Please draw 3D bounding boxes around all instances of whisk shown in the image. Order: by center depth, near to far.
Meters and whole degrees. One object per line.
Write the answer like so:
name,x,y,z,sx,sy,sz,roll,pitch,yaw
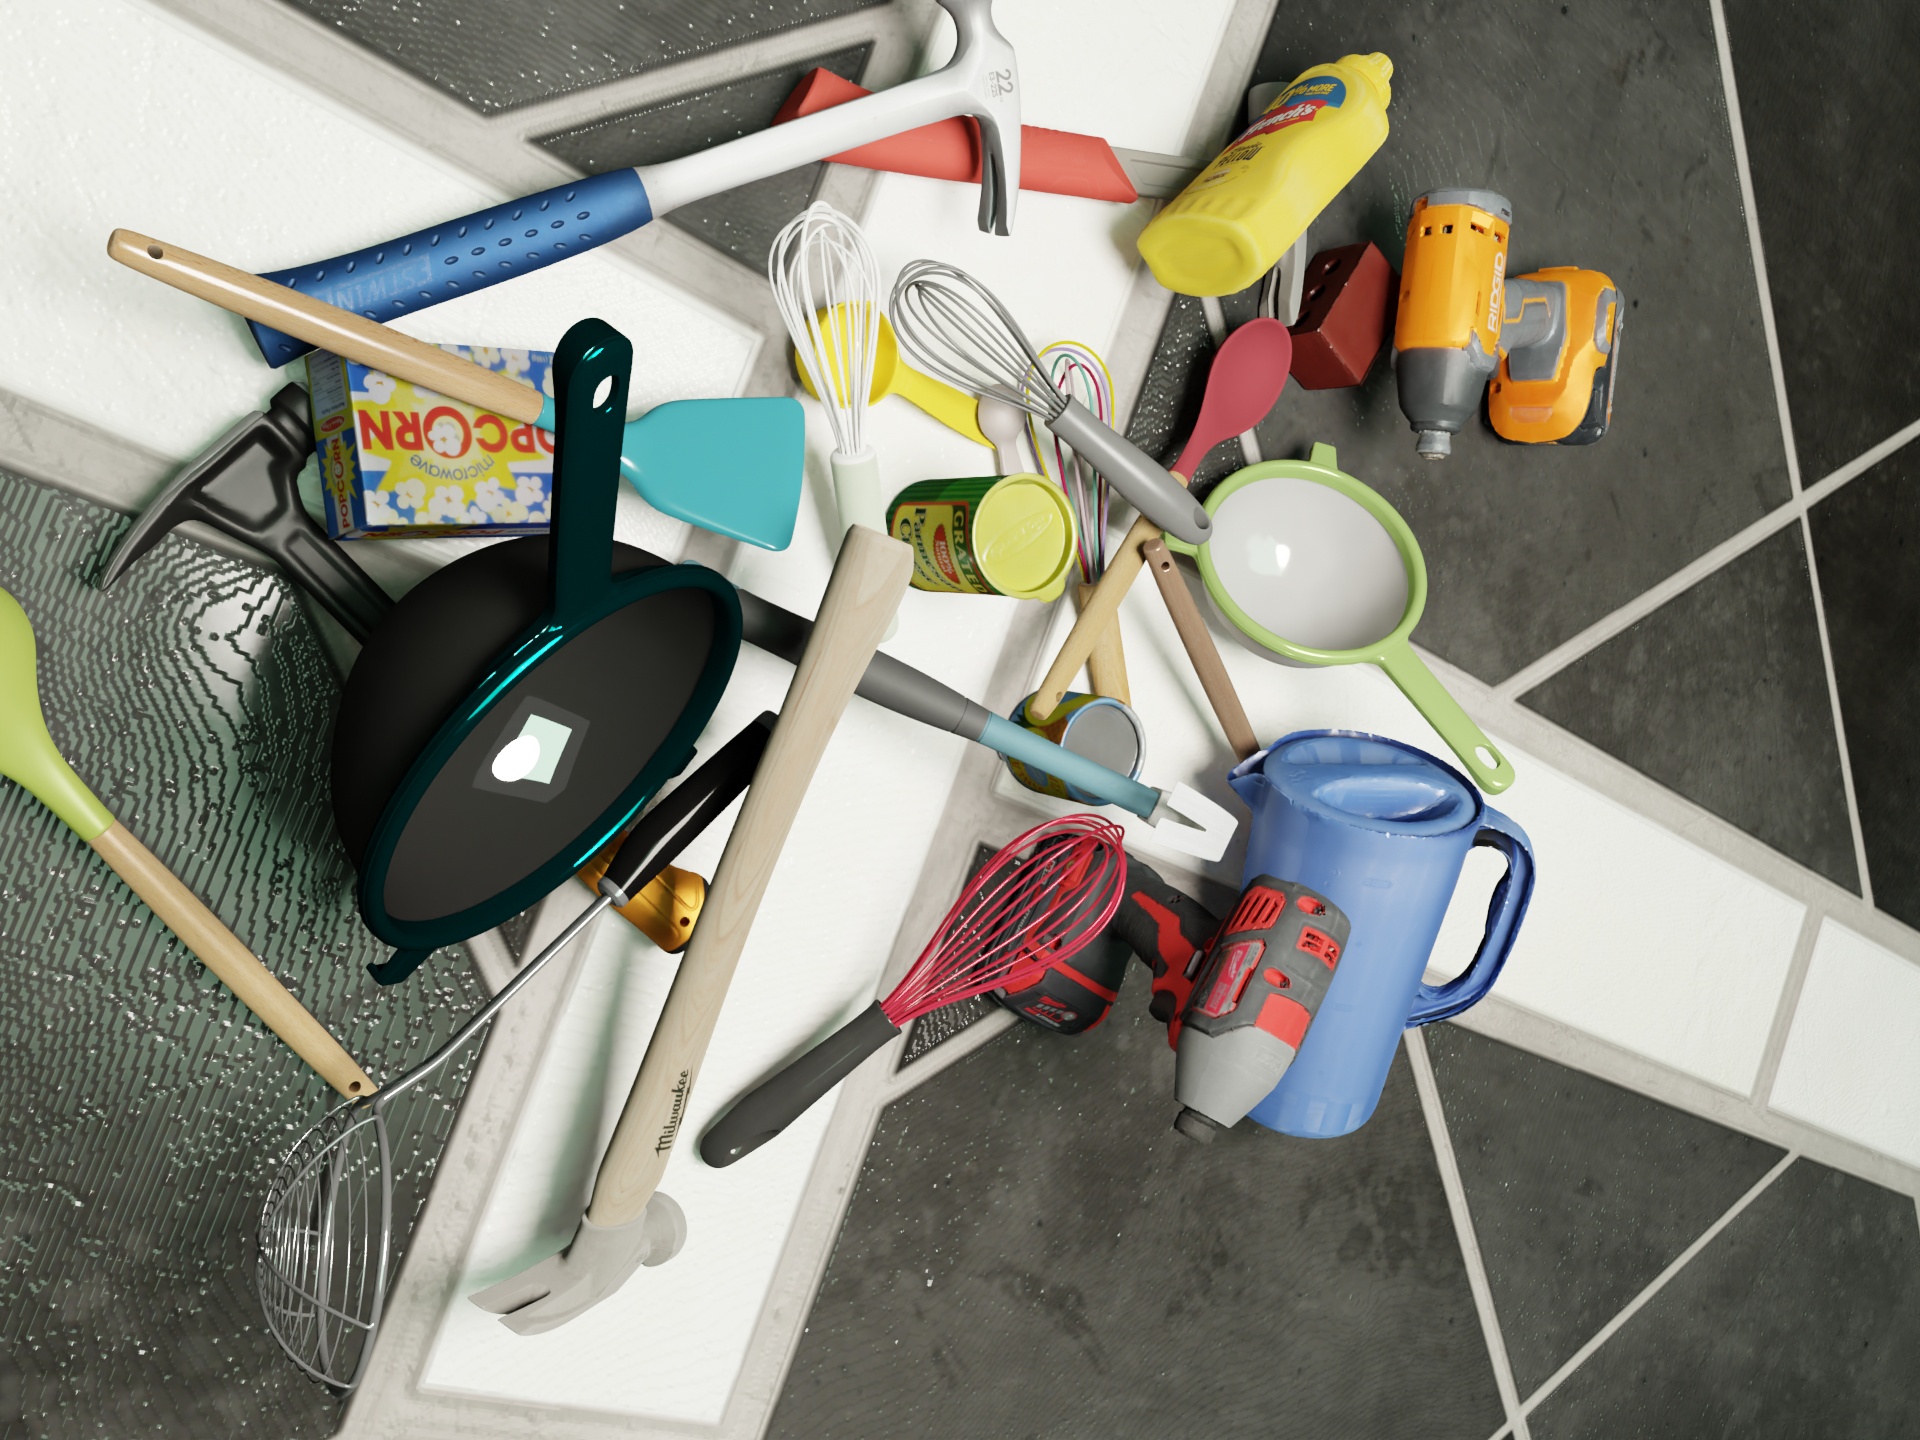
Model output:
whisk,-0.058,-0.147,0.834,0.059,0.058,0.246,-65,154,-52
whisk,-0.024,0.152,0.882,0.296,0.073,0.073,-38,115,-3
whisk,0.055,-0.170,0.886,0.238,0.055,0.055,36,77,-22
whisk,0.082,-0.105,0.959,0.047,0.051,0.245,-22,109,-34

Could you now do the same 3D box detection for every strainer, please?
strainer,-0.185,-0.045,0.648,0.095,0.340,0.211,40,52,14
strainer,0.244,-0.047,0.997,0.151,0.069,0.256,-30,73,-25

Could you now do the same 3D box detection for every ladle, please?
ladle,-0.368,0.065,0.711,0.078,0.062,0.319,-44,122,-21
ladle,0.120,-0.125,0.954,0.315,0.031,0.069,-58,137,-24

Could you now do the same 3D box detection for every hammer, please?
hammer,-0.118,0.100,0.770,0.410,0.038,0.146,-68,161,7
hammer,-0.245,0.004,0.775,0.127,0.034,0.336,-49,117,-18
hammer,-0.144,-0.255,0.779,0.405,0.035,0.144,-26,120,-19
hammer,-0.001,-0.003,0.848,0.331,0.128,0.033,25,90,-8
hammer,0.060,-0.314,0.925,0.359,0.037,0.149,-5,98,-31

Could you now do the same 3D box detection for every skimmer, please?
skimmer,-0.193,0.146,0.763,0.363,0.127,0.090,-46,112,-21

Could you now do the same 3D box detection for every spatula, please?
spatula,-0.207,-0.153,0.710,0.317,0.044,0.082,16,73,-42

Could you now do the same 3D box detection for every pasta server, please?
pasta server,0.181,0.012,1.004,0.060,0.040,0.315,-34,125,-4

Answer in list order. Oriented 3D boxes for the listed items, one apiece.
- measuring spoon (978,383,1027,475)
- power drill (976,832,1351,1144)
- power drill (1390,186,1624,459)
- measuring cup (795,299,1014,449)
measuring spoon,0.038,-0.137,0.936,0.034,0.018,0.124,-32,116,-38
power drill,0.109,0.145,0.898,0.078,0.220,0.143,33,78,-30
power drill,0.359,-0.243,1.058,0.226,0.084,0.164,3,94,-48
measuring cup,-0.030,-0.185,0.896,0.156,0.029,0.062,20,83,-43
